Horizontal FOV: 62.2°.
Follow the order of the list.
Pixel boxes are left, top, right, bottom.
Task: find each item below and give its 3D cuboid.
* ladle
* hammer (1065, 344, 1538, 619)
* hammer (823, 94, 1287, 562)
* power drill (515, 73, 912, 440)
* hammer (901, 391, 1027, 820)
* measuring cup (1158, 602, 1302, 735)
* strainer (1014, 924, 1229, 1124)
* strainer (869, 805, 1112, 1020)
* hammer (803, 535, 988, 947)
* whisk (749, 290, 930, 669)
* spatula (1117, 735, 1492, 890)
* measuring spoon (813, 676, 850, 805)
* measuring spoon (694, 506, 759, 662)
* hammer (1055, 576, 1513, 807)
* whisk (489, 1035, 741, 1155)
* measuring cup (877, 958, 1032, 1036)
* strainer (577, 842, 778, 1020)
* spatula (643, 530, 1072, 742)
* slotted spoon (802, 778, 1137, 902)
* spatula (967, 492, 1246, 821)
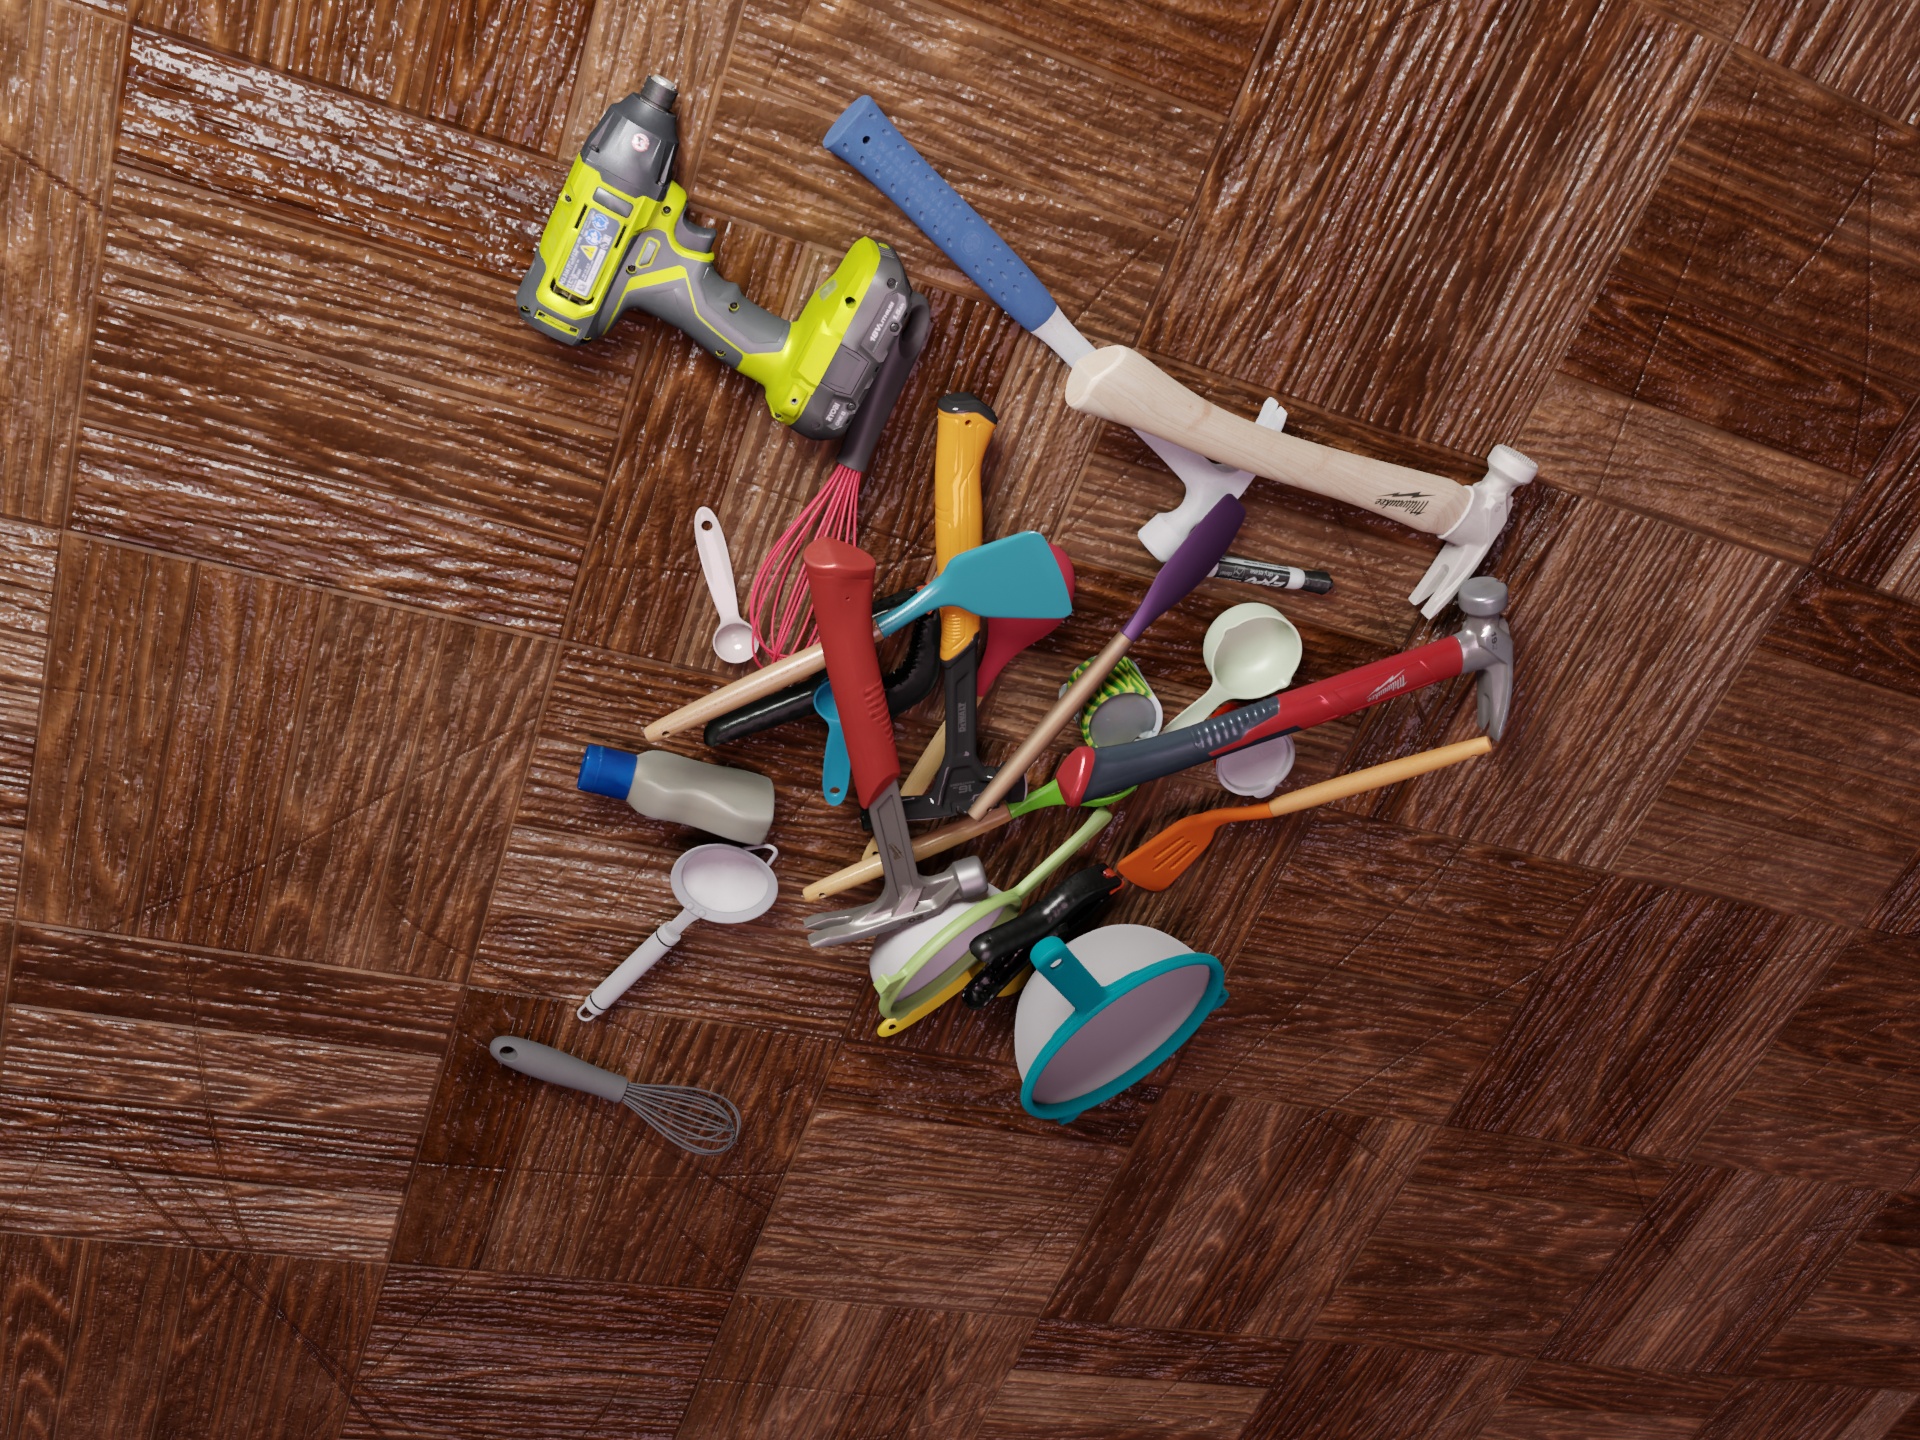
[{"bbox_3d":[-0.002,-0.004,1.269,0.069,0.031,0.315,22,115,-22],"label":"ladle"},{"bbox_3d":[0.247,-0.182,1.176,0.410,0.038,0.146,12,120,-30],"label":"hammer"},{"bbox_3d":[0.069,-0.279,1.113,0.144,0.035,0.405,-44,120,14],"label":"hammer"},{"bbox_3d":[-0.151,-0.292,1.030,0.223,0.080,0.171,23,113,-21],"label":"power drill"},{"bbox_3d":[-0.008,-0.076,1.182,0.127,0.034,0.336,-8,120,-16],"label":"hammer"},{"bbox_3d":[0.202,-0.029,1.297,0.083,0.038,0.167,36,109,-29],"label":"measuring cup"},{"bbox_3d":[0.100,0.220,1.342,0.211,0.095,0.340,-38,147,0],"label":"strainer"},{"bbox_3d":[0.014,0.142,1.337,0.256,0.069,0.151,-41,163,-10],"label":"strainer"},{"bbox_3d":[-0.073,0.024,1.153,0.149,0.037,0.358,-16,132,-7],"label":"hammer"},{"bbox_3d":[-0.085,-0.164,1.135,0.073,0.073,0.295,16,110,-22],"label":"whisk"},{"bbox_3d":[0.284,0.075,1.327,0.322,0.041,0.081,-20,148,27],"label":"spatula"},{"bbox_3d":[-0.094,0.013,1.220,0.042,0.021,0.128,2,130,-7],"label":"measuring spoon"},{"bbox_3d":[-0.176,-0.101,1.177,0.034,0.018,0.124,-12,116,-4],"label":"measuring spoon"},{"bbox_3d":[0.263,0.007,1.266,0.386,0.038,0.143,-18,122,-9],"label":"hammer"},{"bbox_3d":[-0.298,0.324,1.386,0.238,0.055,0.055,27,111,-21],"label":"whisk"},{"bbox_3d":[-0.005,0.246,1.414,0.156,0.029,0.062,-33,122,4],"label":"measuring cup"},{"bbox_3d":[-0.236,0.169,1.309,0.086,0.050,0.258,38,112,-23],"label":"strainer"},{"bbox_3d":[-0.079,-0.050,1.130,0.317,0.044,0.082,-25,132,1],"label":"spatula"},{"bbox_3d":[0.017,0.086,1.316,0.314,0.031,0.070,-22,128,-2],"label":"slotted spoon"},{"bbox_3d":[0.112,-0.044,1.220,0.316,0.018,0.059,-50,146,6],"label":"spatula"}]
